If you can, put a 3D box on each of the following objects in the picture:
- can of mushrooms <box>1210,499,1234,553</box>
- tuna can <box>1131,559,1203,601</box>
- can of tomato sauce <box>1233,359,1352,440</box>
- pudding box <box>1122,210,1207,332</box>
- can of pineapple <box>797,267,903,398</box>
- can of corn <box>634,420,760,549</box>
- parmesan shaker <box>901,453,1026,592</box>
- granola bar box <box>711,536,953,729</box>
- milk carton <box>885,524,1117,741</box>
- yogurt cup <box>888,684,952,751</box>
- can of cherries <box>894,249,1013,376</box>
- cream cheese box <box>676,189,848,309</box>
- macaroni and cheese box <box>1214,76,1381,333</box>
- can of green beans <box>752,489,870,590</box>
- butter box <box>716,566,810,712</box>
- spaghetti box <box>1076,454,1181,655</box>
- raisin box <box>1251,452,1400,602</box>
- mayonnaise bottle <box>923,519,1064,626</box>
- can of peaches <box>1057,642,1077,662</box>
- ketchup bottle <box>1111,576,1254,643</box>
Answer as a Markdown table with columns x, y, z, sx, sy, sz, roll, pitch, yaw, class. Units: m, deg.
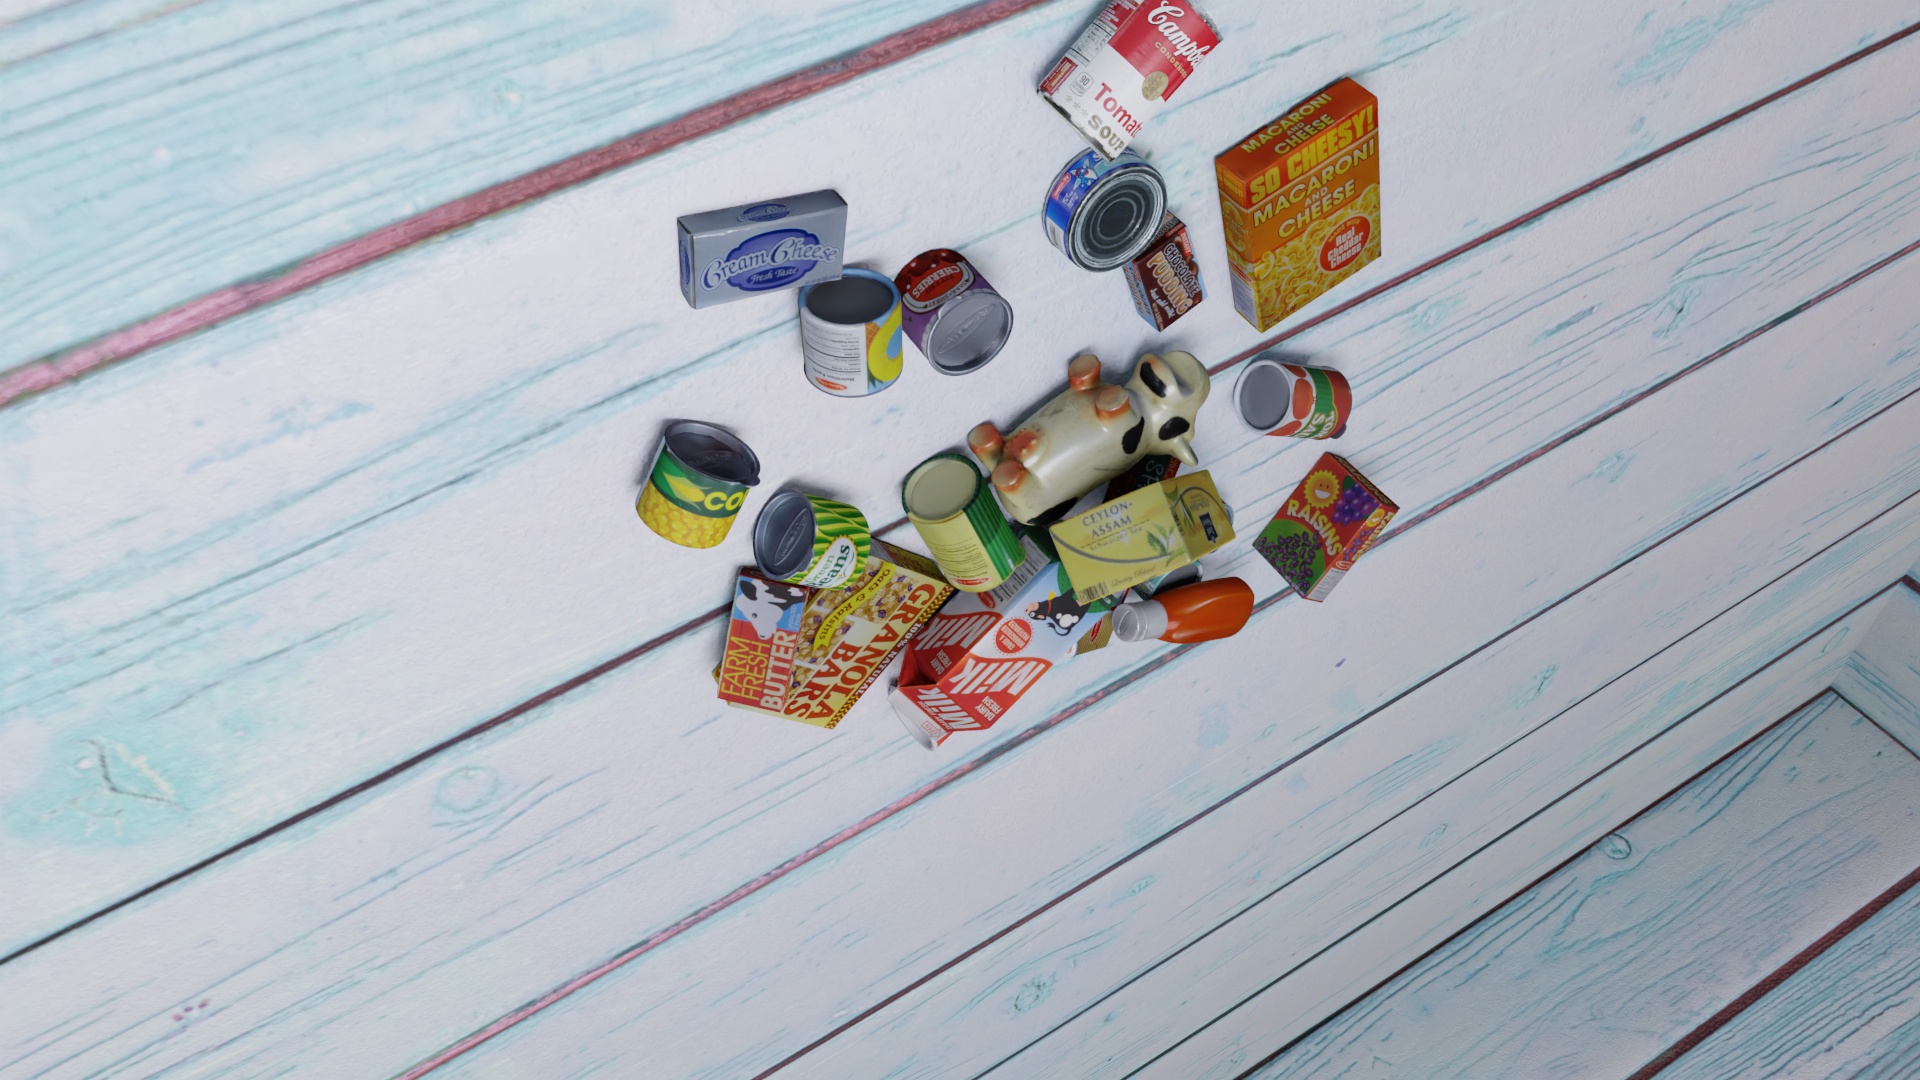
| x | y | z | sx | sy | sz | roll | pitch | yaw | class |
| --- | --- | --- | --- | --- | --- | --- | --- | --- | --- |
| 0.220 | -0.016 | 1.293 | 0.071 | 0.033 | 0.070 | -23 | 138 | -22 | can of mushrooms |
| 0.195 | 0.035 | 1.328 | 0.071 | 0.033 | 0.070 | -23 | 141 | -20 | tuna can |
| 0.290 | -0.121 | 1.212 | 0.083 | 0.071 | 0.071 | 0 | 129 | -39 | can of tomato sauce |
| 0.152 | -0.202 | 1.043 | 0.050 | 0.030 | 0.083 | -37 | 144 | -3 | pudding box |
| -0.070 | -0.136 | 0.899 | 0.071 | 0.071 | 0.057 | -22 | 140 | -20 | can of pineapple |
| -0.172 | -0.035 | 0.914 | 0.071 | 0.071 | 0.058 | 3 | 128 | -42 | can of corn |
| 0.004 | -0.014 | 1.085 | 0.071 | 0.071 | 0.102 | -35 | 142 | -4 | parmesan shaker |
| -0.101 | 0.072 | 1.114 | 0.165 | 0.039 | 0.124 | -50 | 141 | 14 | granola bar box |
| 0.027 | 0.082 | 1.138 | 0.190 | 0.073 | 0.072 | -44 | 123 | 1 | milk carton |
| -0.023 | 0.146 | 1.238 | 0.054 | 0.072 | 0.072 | -34 | 144 | -19 | yogurt cup |
| -0.008 | -0.156 | 0.935 | 0.072 | 0.058 | 0.071 | -22 | 141 | -19 | can of cherries |
| -0.120 | -0.177 | 0.846 | 0.104 | 0.024 | 0.053 | -18 | 138 | -26 | cream cheese box |
| 0.263 | -0.255 | 1.071 | 0.124 | 0.040 | 0.165 | -33 | 144 | -6 | macaroni and cheese box |
| -0.108 | 0.001 | 1.010 | 0.058 | 0.071 | 0.071 | 15 | 119 | -47 | can of green beans |
| -0.149 | 0.075 | 1.045 | 0.053 | 0.024 | 0.103 | 12 | 107 | -2 | butter box |
| 0.142 | 0.006 | 1.256 | 0.050 | 0.029 | 0.248 | -12 | 136 | -31 | spaghetti box |
| 0.360 | -0.013 | 1.371 | 0.040 | 0.086 | 0.123 | 11 | 122 | -44 | raisin box |
| 0.036 | 0.039 | 1.194 | 0.148 | 0.041 | 0.064 | -27 | 134 | -12 | mayonnaise bottle |
| 0.063 | 0.082 | 1.240 | 0.058 | 0.071 | 0.070 | -19 | 140 | -17 | can of peaches |
| 0.209 | 0.070 | 1.311 | 0.149 | 0.044 | 0.064 | -5 | 131 | -37 | ketchup bottle |
